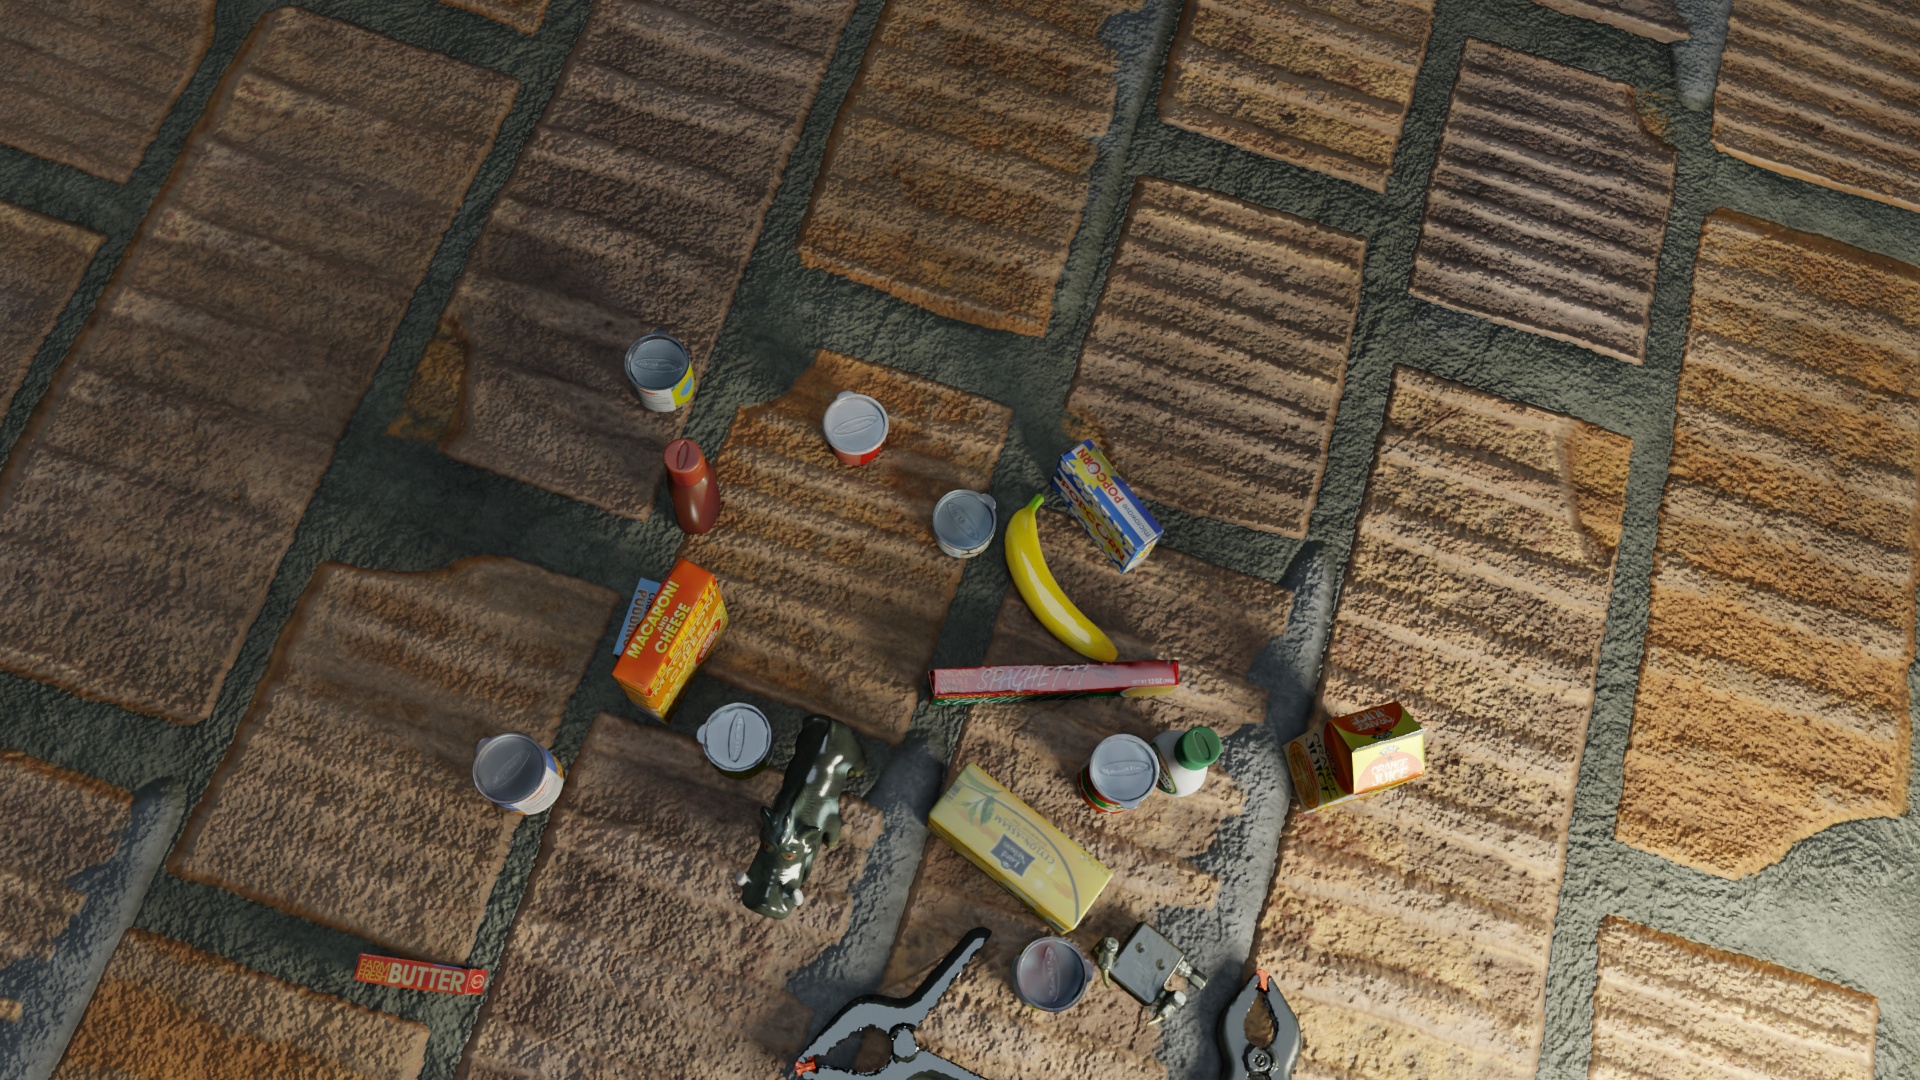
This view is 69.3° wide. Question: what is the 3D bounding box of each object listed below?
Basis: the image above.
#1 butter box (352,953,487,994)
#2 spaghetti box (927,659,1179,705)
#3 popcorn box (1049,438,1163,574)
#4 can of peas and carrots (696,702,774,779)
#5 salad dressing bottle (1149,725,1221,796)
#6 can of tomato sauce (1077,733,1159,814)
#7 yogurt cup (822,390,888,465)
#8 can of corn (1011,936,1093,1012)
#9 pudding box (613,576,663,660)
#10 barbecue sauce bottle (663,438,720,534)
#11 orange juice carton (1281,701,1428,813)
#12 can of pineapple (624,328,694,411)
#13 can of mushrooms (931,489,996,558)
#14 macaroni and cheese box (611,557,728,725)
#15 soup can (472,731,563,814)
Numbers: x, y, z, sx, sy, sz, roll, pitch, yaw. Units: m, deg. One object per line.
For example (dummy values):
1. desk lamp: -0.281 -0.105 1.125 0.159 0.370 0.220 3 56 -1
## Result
1. butter box: -0.487 0.392 1.254 0.103 0.053 0.024 8 71 -2
2. spaghetti box: 0.091 0.142 1.388 0.250 0.050 0.029 -2 72 -5
3. popcorn box: 0.149 -0.034 1.434 0.038 0.085 0.127 -34 77 -14
4. can of peas and carrots: -0.216 0.195 1.340 0.071 0.058 0.071 1 71 -4
5. salad dressing bottle: 0.213 0.207 1.324 0.044 0.147 0.064 -20 74 -10
6. can of tomato sauce: 0.152 0.229 1.345 0.071 0.083 0.071 1 72 -4
7. yogurt cup: -0.110 -0.113 1.456 0.072 0.053 0.072 1 71 -4
8. can of corn: 0.085 0.404 1.294 0.071 0.058 0.071 1 71 -4
9. pudding box: -0.313 0.084 1.375 0.030 0.049 0.084 16 71 1
10. barbecue sauce bottle: -0.266 -0.057 1.375 0.044 0.148 0.065 8 71 -2
11. orange juice carton: 0.374 0.204 1.314 0.072 0.192 0.073 -13 73 -9
12. can of pineapple: -0.314 -0.177 1.459 0.071 0.057 0.071 1 71 -4
13. can of mushrooms: 0.005 -0.018 1.444 0.071 0.033 0.071 1 71 -4
14. macaroni and cheese box: -0.272 0.098 1.312 0.040 0.166 0.124 26 72 4
15. soup can: -0.415 0.218 1.303 0.071 0.083 0.071 1 72 -4
